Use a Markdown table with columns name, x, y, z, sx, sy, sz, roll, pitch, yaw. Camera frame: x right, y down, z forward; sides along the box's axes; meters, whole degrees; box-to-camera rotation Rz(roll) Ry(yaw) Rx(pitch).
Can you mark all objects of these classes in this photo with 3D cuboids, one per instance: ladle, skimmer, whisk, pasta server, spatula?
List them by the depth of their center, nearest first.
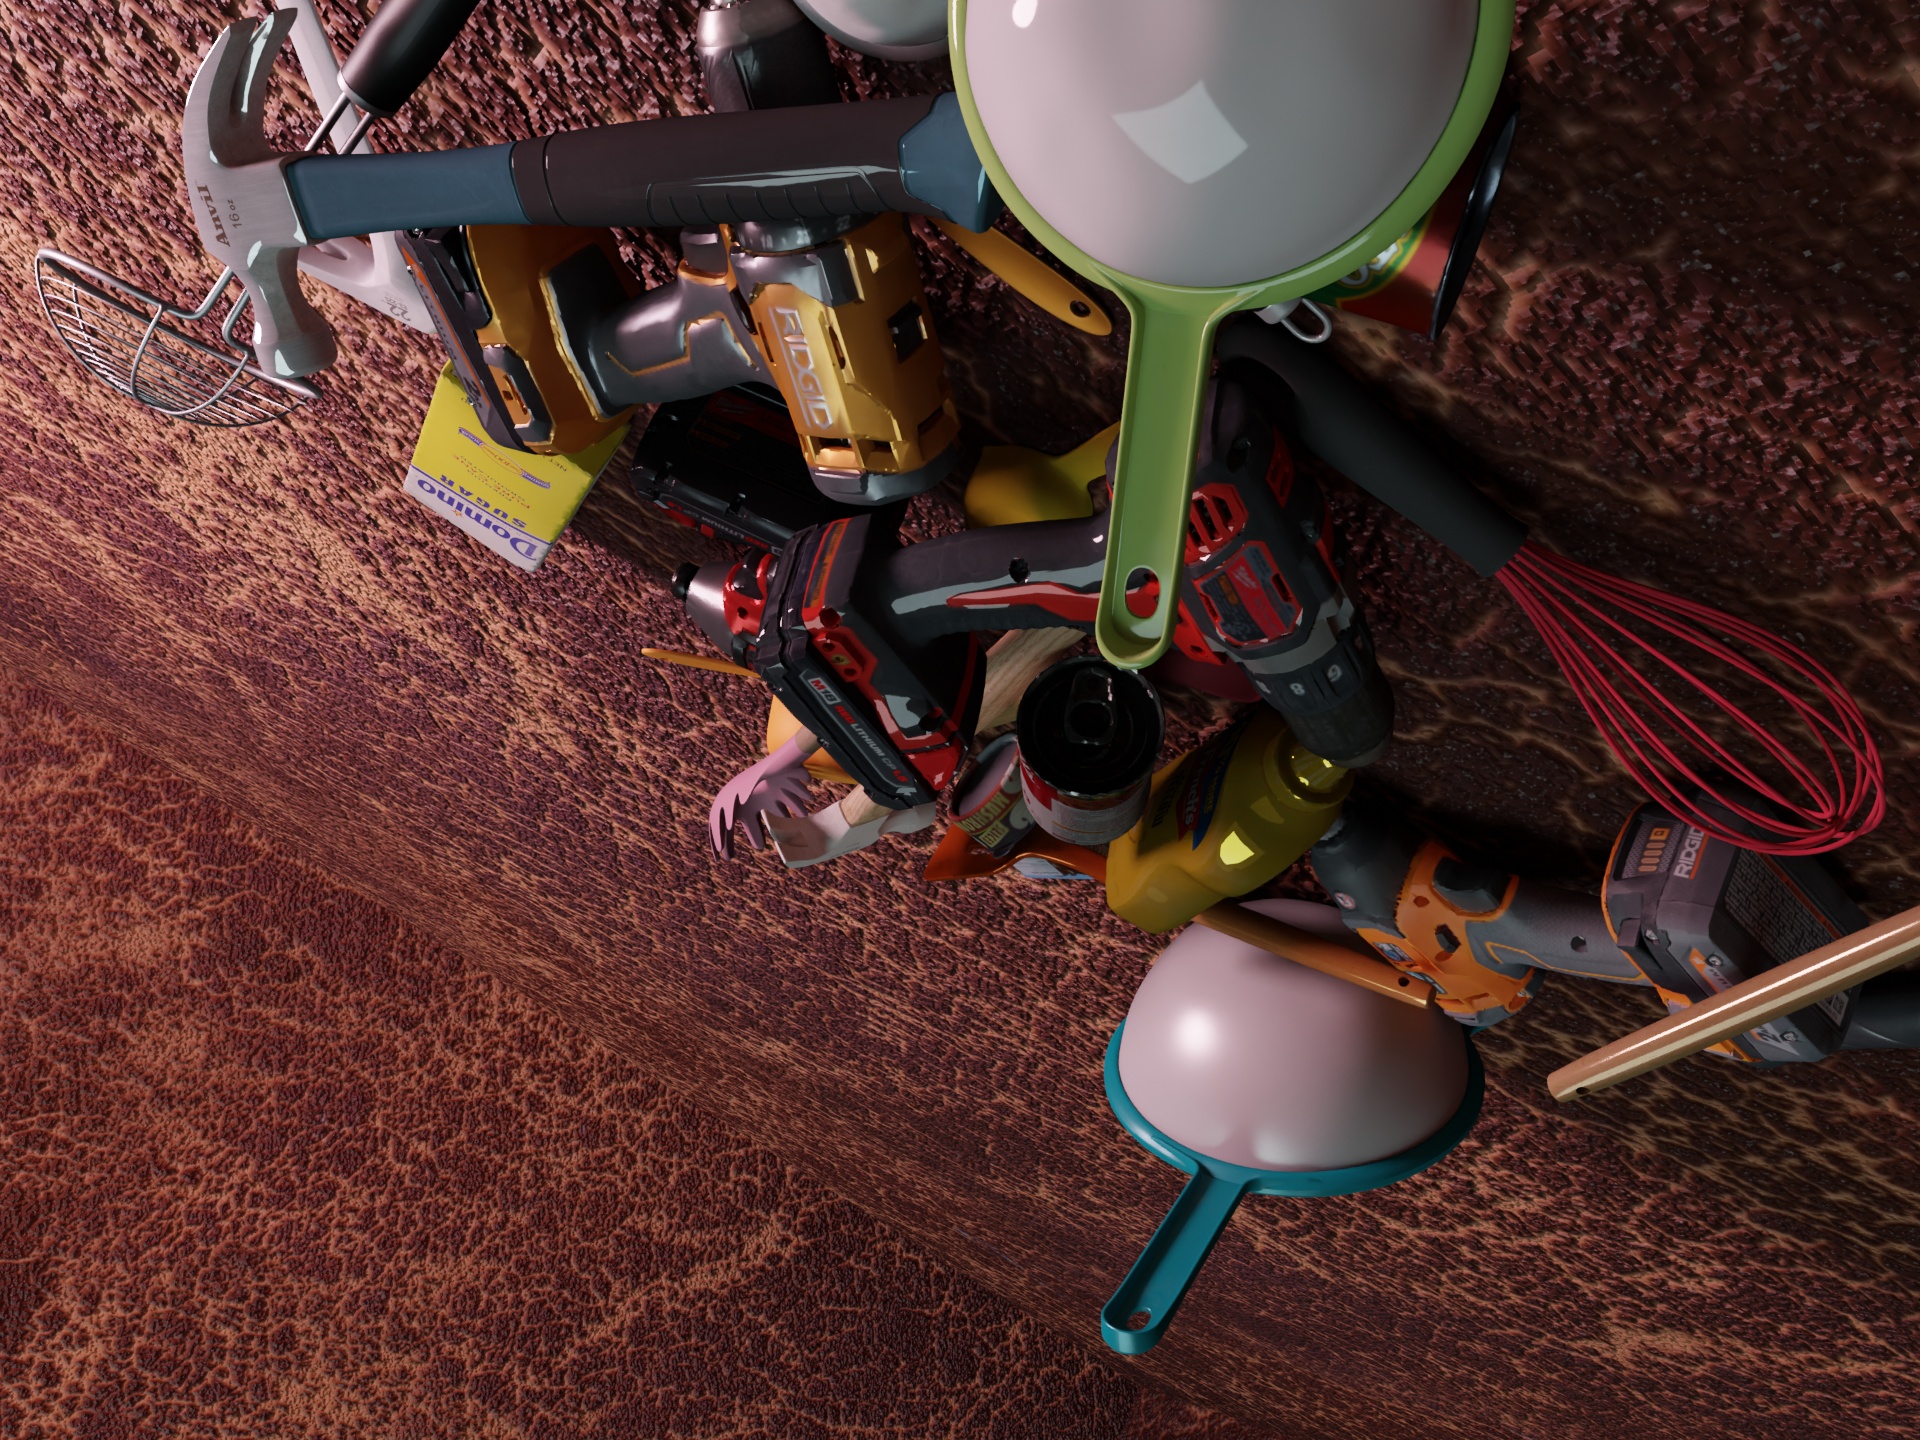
| name | x | y | z | sx | sy | sz | roll | pitch | yaw |
| --- | --- | --- | --- | --- | --- | --- | --- | --- | --- |
| ladle | 0.343 | 0.086 | 0.570 | 0.078 | 0.062 | 0.320 | 34 | 133 | -16 |
| whisk | 0.212 | -0.049 | 0.572 | 0.296 | 0.073 | 0.073 | 37 | 155 | -3 |
| skimmer | -0.264 | -0.232 | 0.645 | 0.127 | 0.090 | 0.363 | 28 | 136 | -34 |
| pasta server | -0.067 | 0.008 | 0.834 | 0.316 | 0.060 | 0.040 | -38 | 74 | 55 |
| ladle | 0.054 | -0.015 | 0.837 | 0.069 | 0.031 | 0.315 | 40 | 155 | -17 |
| spatula | 0.112 | 0.098 | 0.886 | 0.323 | 0.081 | 0.041 | 19 | 155 | 35 |

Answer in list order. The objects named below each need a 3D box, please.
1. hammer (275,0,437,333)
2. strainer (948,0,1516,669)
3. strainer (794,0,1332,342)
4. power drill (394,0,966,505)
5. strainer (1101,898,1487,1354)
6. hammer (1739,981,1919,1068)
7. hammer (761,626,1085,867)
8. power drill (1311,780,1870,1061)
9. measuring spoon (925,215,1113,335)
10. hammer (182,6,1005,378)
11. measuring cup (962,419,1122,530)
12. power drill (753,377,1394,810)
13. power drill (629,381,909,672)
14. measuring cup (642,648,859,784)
| name | x | y | z | sx | sy | sz | roll | pitch | yaw |
| --- | --- | --- | --- | --- | --- | --- | --- | --- | --- |
| hammer | -0.272 | -0.297 | 0.621 | 0.144 | 0.035 | 0.405 | 24 | 155 | 10 |
| strainer | 0.051 | -0.125 | 0.414 | 0.151 | 0.069 | 0.256 | 14 | 116 | 20 |
| strainer | 0.026 | -0.199 | 0.497 | 0.258 | 0.050 | 0.087 | 34 | 141 | -21 |
| power drill | -0.114 | -0.180 | 0.612 | 0.226 | 0.084 | 0.185 | 12 | 135 | 34 |
| strainer | 0.152 | 0.184 | 0.837 | 0.211 | 0.340 | 0.095 | 8 | 116 | 29 |
| hammer | 0.468 | 0.109 | 0.631 | 0.149 | 0.036 | 0.409 | 35 | 155 | -12 |
| hammer | -0.001 | -0.003 | 0.802 | 0.331 | 0.130 | 0.031 | -44 | 70 | 49 |
| power drill | 0.271 | 0.084 | 0.740 | 0.164 | 0.084 | 0.226 | 40 | 157 | -22 |
| measuring spoon | 0.011 | -0.179 | 0.586 | 0.116 | 0.011 | 0.021 | 32 | 154 | -17 |
| hammer | -0.133 | -0.182 | 0.538 | 0.331 | 0.033 | 0.128 | 5 | 124 | 24 |
| measuring cup | 0.052 | -0.100 | 0.667 | 0.062 | 0.029 | 0.156 | 38 | 156 | -19 |
| power drill | 0.053 | -0.030 | 0.644 | 0.227 | 0.080 | 0.187 | -14 | 135 | 29 |
| power drill | -0.092 | -0.083 | 0.805 | 0.143 | 0.078 | 0.219 | 24 | 158 | 9 |
| measuring cup | -0.107 | -0.001 | 0.928 | 0.173 | 0.052 | 0.095 | 13 | 168 | -29 |
